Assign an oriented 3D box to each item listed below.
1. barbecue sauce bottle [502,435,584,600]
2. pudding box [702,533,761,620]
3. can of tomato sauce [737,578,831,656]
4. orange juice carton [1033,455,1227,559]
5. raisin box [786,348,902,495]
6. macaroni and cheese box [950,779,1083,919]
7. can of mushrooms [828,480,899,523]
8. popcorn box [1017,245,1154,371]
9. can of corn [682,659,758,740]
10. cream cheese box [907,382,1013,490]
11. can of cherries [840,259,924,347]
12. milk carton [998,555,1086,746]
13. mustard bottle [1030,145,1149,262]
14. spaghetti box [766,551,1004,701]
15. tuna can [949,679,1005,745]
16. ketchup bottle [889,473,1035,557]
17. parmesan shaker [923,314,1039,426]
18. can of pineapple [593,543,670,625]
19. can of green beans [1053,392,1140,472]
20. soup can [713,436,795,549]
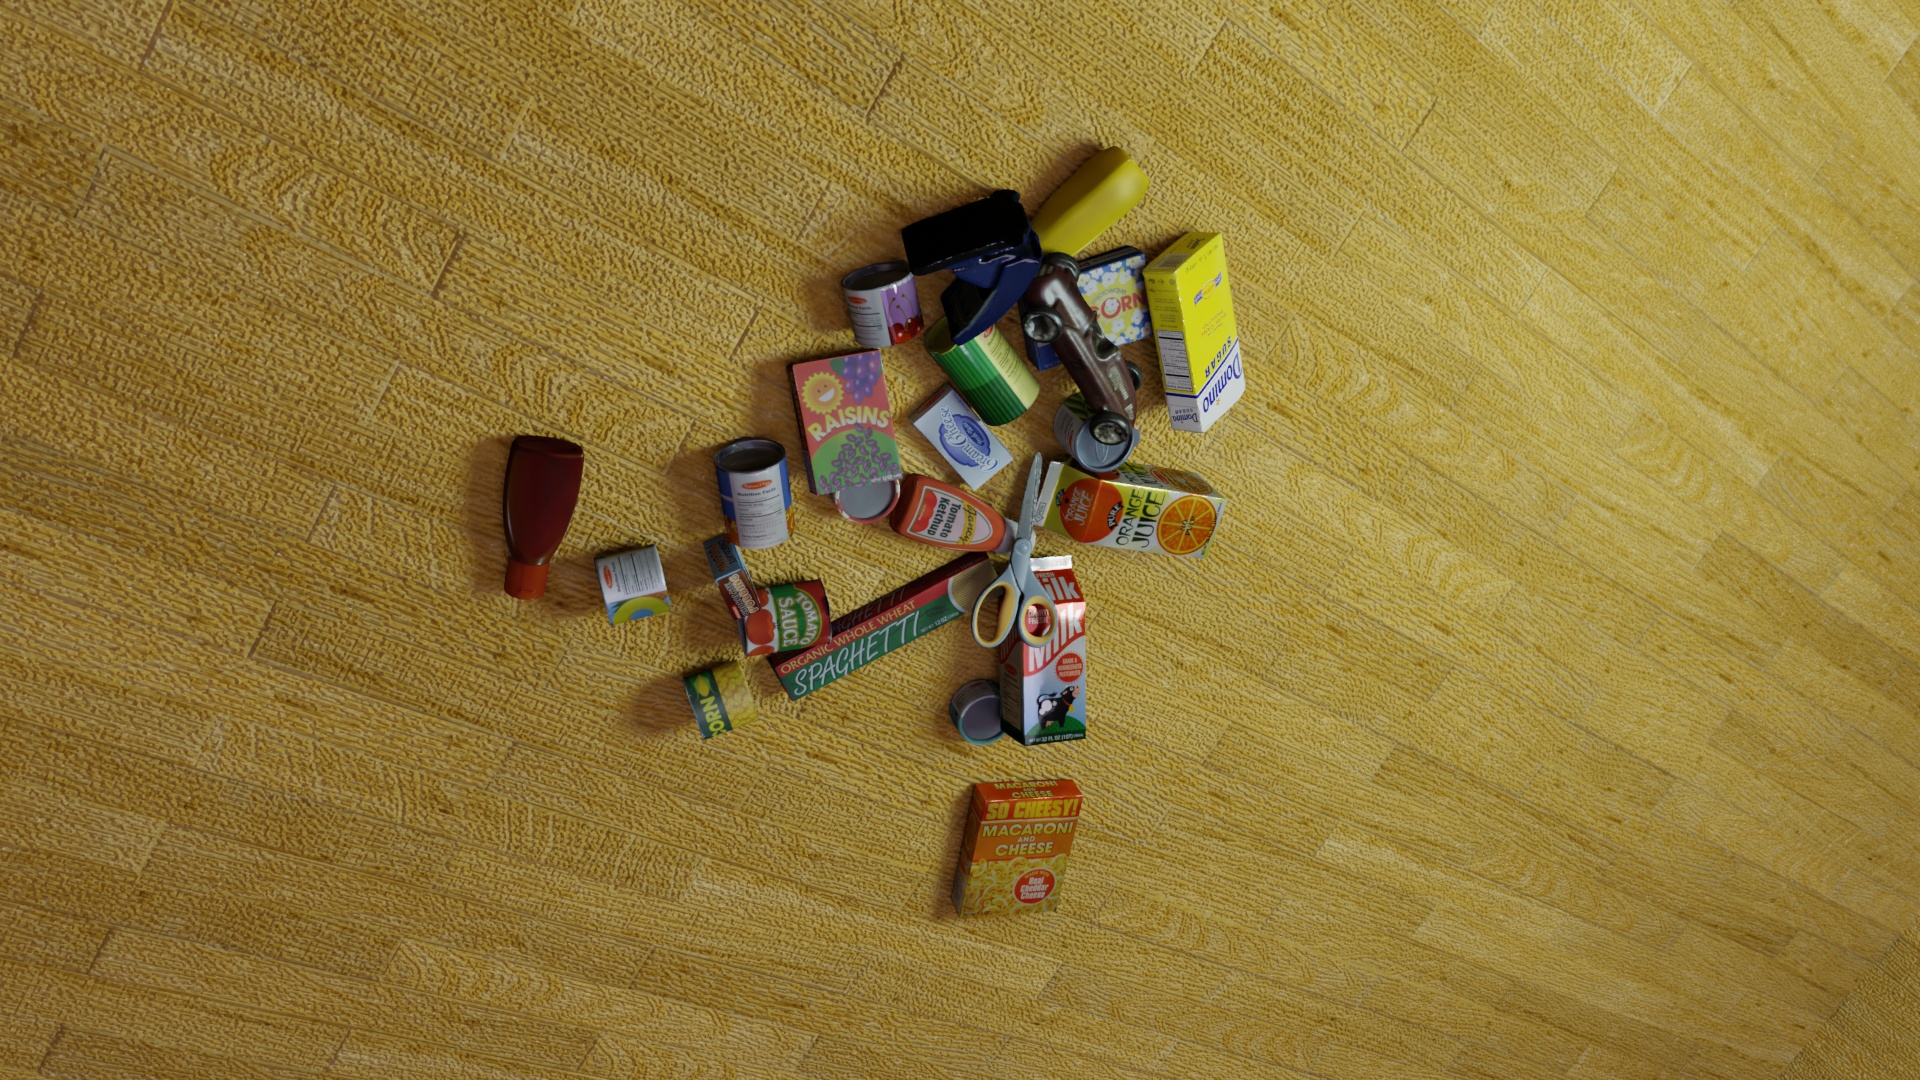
[{"bbox_3d":[-0.383,-0.019,1.253,0.065,0.044,0.148,7,113,-23],"label":"barbecue sauce bottle"},{"bbox_3d":[-0.216,0.033,1.315,0.030,0.084,0.049,-23,121,-8],"label":"pudding box"},{"bbox_3d":[-0.174,0.076,1.360,0.083,0.071,0.071,-8,117,-16],"label":"can of tomato sauce"},{"bbox_3d":[0.168,-0.037,1.430,0.193,0.073,0.071,7,112,-23],"label":"orange juice carton"},{"bbox_3d":[-0.107,-0.111,1.291,0.086,0.040,0.123,-12,100,-13],"label":"raisin box"},{"bbox_3d":[0.064,0.355,1.602,0.124,0.040,0.165,1,115,-21],"label":"macaroni and cheese box"},{"bbox_3d":[-0.093,-0.050,1.350,0.071,0.033,0.070,-9,117,-17],"label":"can of mushrooms"},{"bbox_3d":[0.121,-0.225,1.341,0.127,0.038,0.084,-19,121,-11],"label":"popcorn box"},{"bbox_3d":[-0.237,0.159,1.377,0.058,0.071,0.071,-19,120,-11],"label":"can of corn"},{"bbox_3d":[0.001,-0.101,1.365,0.053,0.024,0.103,-40,121,5],"label":"cream cheese box"},{"bbox_3d":[-0.068,-0.215,1.261,0.071,0.072,0.058,-19,120,-11],"label":"can of cherries"},{"bbox_3d":[0.085,0.112,1.456,0.072,0.073,0.190,-4,98,-19],"label":"milk carton"},{"bbox_3d":[0.100,-0.294,1.288,0.160,0.065,0.048,-41,123,12],"label":"mustard bottle"},{"bbox_3d":[-0.075,0.086,1.426,0.250,0.029,0.050,-27,120,-6],"label":"spaghetti box"},{"bbox_3d":[0.025,0.189,1.511,0.071,0.033,0.070,-8,117,-16],"label":"tuna can"},{"bbox_3d":[0.005,-0.018,1.396,0.149,0.043,0.064,18,98,-28],"label":"ketchup bottle"},{"bbox_3d":[0.020,-0.164,1.315,0.071,0.071,0.103,-39,122,1],"label":"parmesan shaker"},{"bbox_3d":[-0.306,0.041,1.298,0.058,0.071,0.070,-14,119,-14],"label":"can of pineapple"},{"bbox_3d":[0.134,-0.109,1.391,0.071,0.058,0.071,-8,117,-16],"label":"can of green beans"},{"bbox_3d":[-0.192,-0.045,1.297,0.071,0.071,0.083,-13,123,-14],"label":"soup can"}]
